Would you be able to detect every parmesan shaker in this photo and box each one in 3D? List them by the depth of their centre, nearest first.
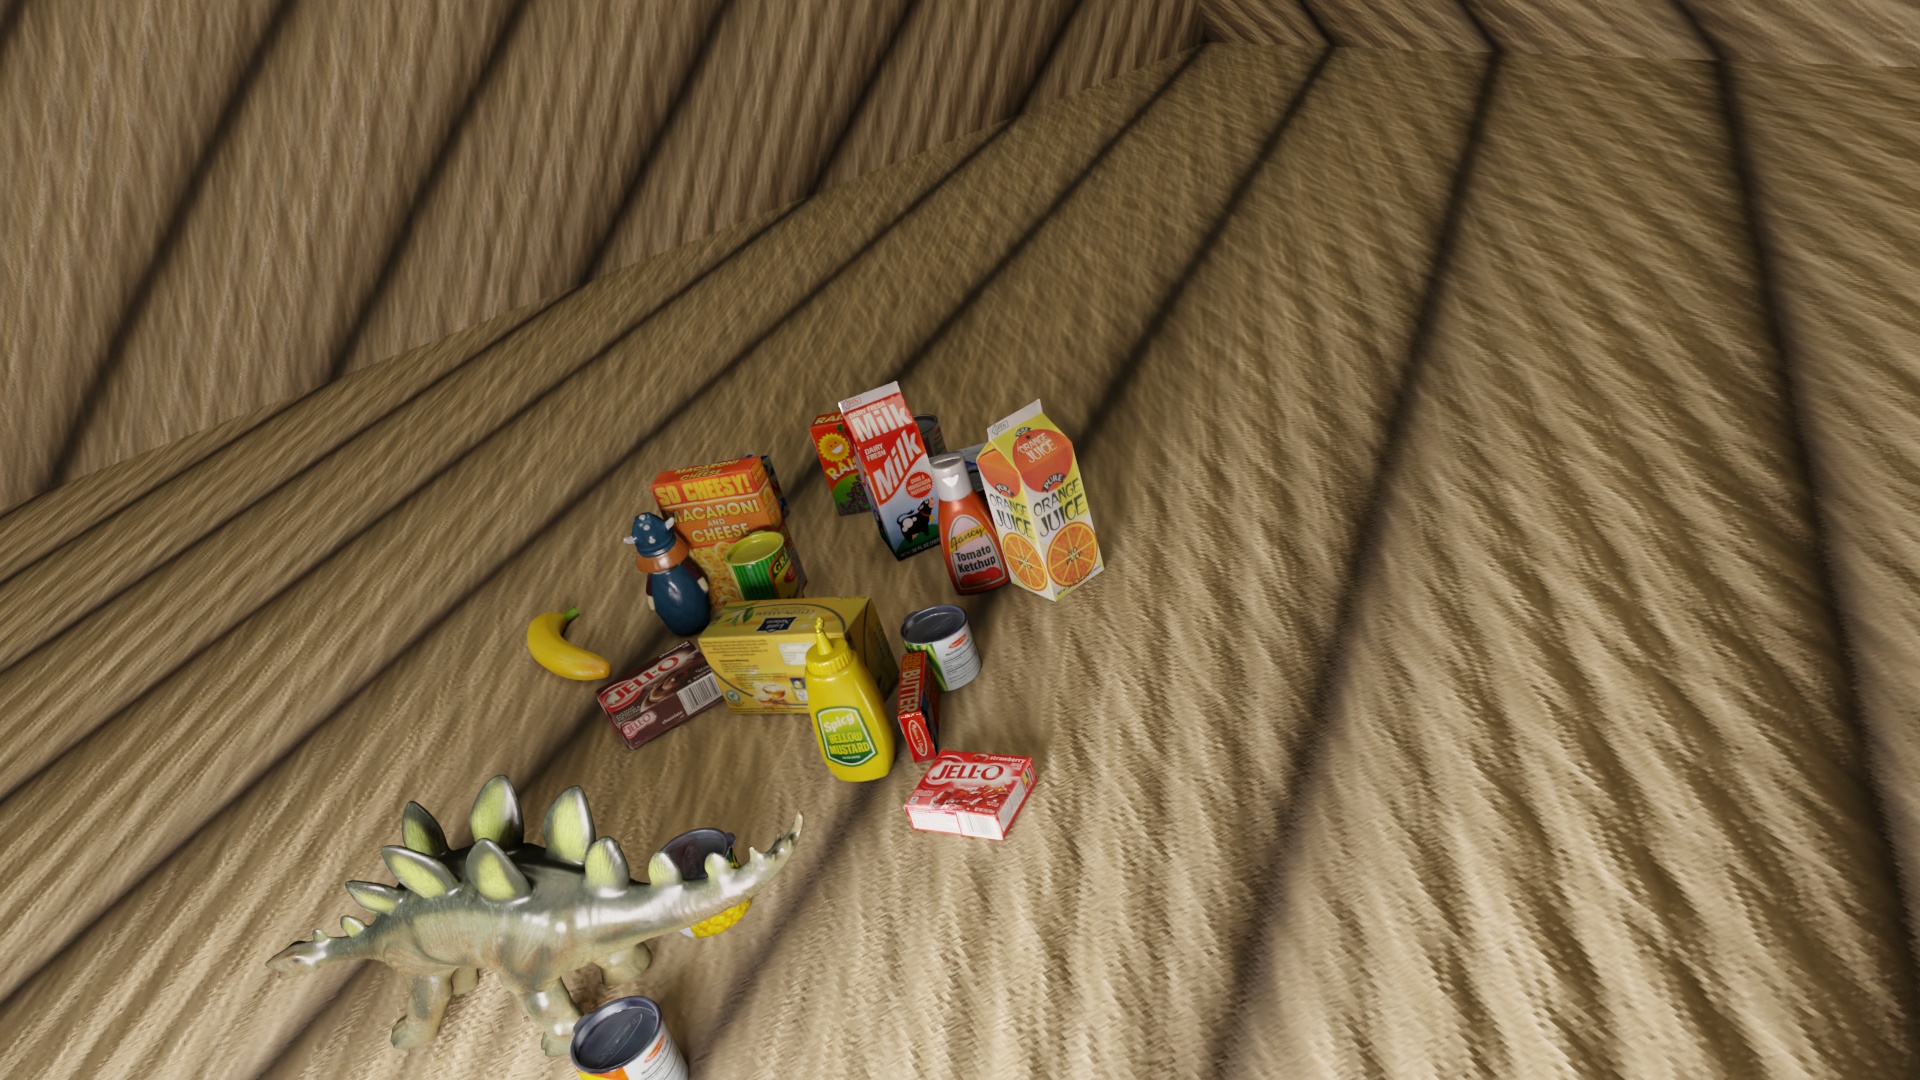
[{"bbox_3d":[-0.203,0.049,1.480,0.071,0.102,0.071,-13,27,7],"label":"parmesan shaker"}]

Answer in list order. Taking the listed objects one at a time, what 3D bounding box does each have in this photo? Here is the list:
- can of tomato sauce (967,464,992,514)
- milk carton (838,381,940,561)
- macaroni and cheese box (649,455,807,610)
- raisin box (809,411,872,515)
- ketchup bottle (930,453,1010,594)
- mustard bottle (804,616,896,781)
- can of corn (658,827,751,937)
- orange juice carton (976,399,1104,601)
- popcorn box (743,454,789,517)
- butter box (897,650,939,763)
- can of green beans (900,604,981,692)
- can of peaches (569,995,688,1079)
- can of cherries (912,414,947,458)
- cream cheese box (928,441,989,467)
[{"bbox_3d":[0.023,-0.031,1.524,0.071,0.082,0.071,-13,27,7],"label":"can of tomato sauce"},{"bbox_3d":[-0.076,-0.082,1.558,0.072,0.189,0.073,-22,27,-10],"label":"milk carton"},{"bbox_3d":[-0.257,-0.007,1.545,0.123,0.165,0.040,-8,28,17],"label":"macaroni and cheese box"},{"bbox_3d":[-0.122,-0.097,1.685,0.086,0.123,0.040,-8,28,17],"label":"raisin box"},{"bbox_3d":[0.005,-0.018,1.439,0.065,0.148,0.044,-15,27,4],"label":"ketchup bottle"},{"bbox_3d":[-0.103,0.135,1.202,0.065,0.159,0.049,-10,28,14],"label":"mustard bottle"},{"bbox_3d":[-0.205,0.273,1.114,0.071,0.058,0.071,-13,27,7],"label":"can of corn"},{"bbox_3d":[0.077,-0.043,1.397,0.072,0.191,0.073,-32,30,-26],"label":"orange juice carton"},{"bbox_3d":[-0.271,-0.039,1.701,0.038,0.085,0.127,2,33,33],"label":"popcorn box"},{"bbox_3d":[-0.037,0.149,1.256,0.024,0.053,0.104,-13,27,7],"label":"butter box"},{"bbox_3d":[-0.018,0.103,1.326,0.071,0.057,0.071,-13,27,7],"label":"can of green beans"},{"bbox_3d":[-0.231,0.361,0.965,0.071,0.057,0.071,-13,27,7],"label":"can of peaches"},{"bbox_3d":[-0.055,-0.120,1.760,0.071,0.058,0.072,-13,27,7],"label":"can of cherries"},{"bbox_3d":[-0.005,-0.079,1.661,0.104,0.053,0.024,-15,27,4],"label":"cream cheese box"}]
